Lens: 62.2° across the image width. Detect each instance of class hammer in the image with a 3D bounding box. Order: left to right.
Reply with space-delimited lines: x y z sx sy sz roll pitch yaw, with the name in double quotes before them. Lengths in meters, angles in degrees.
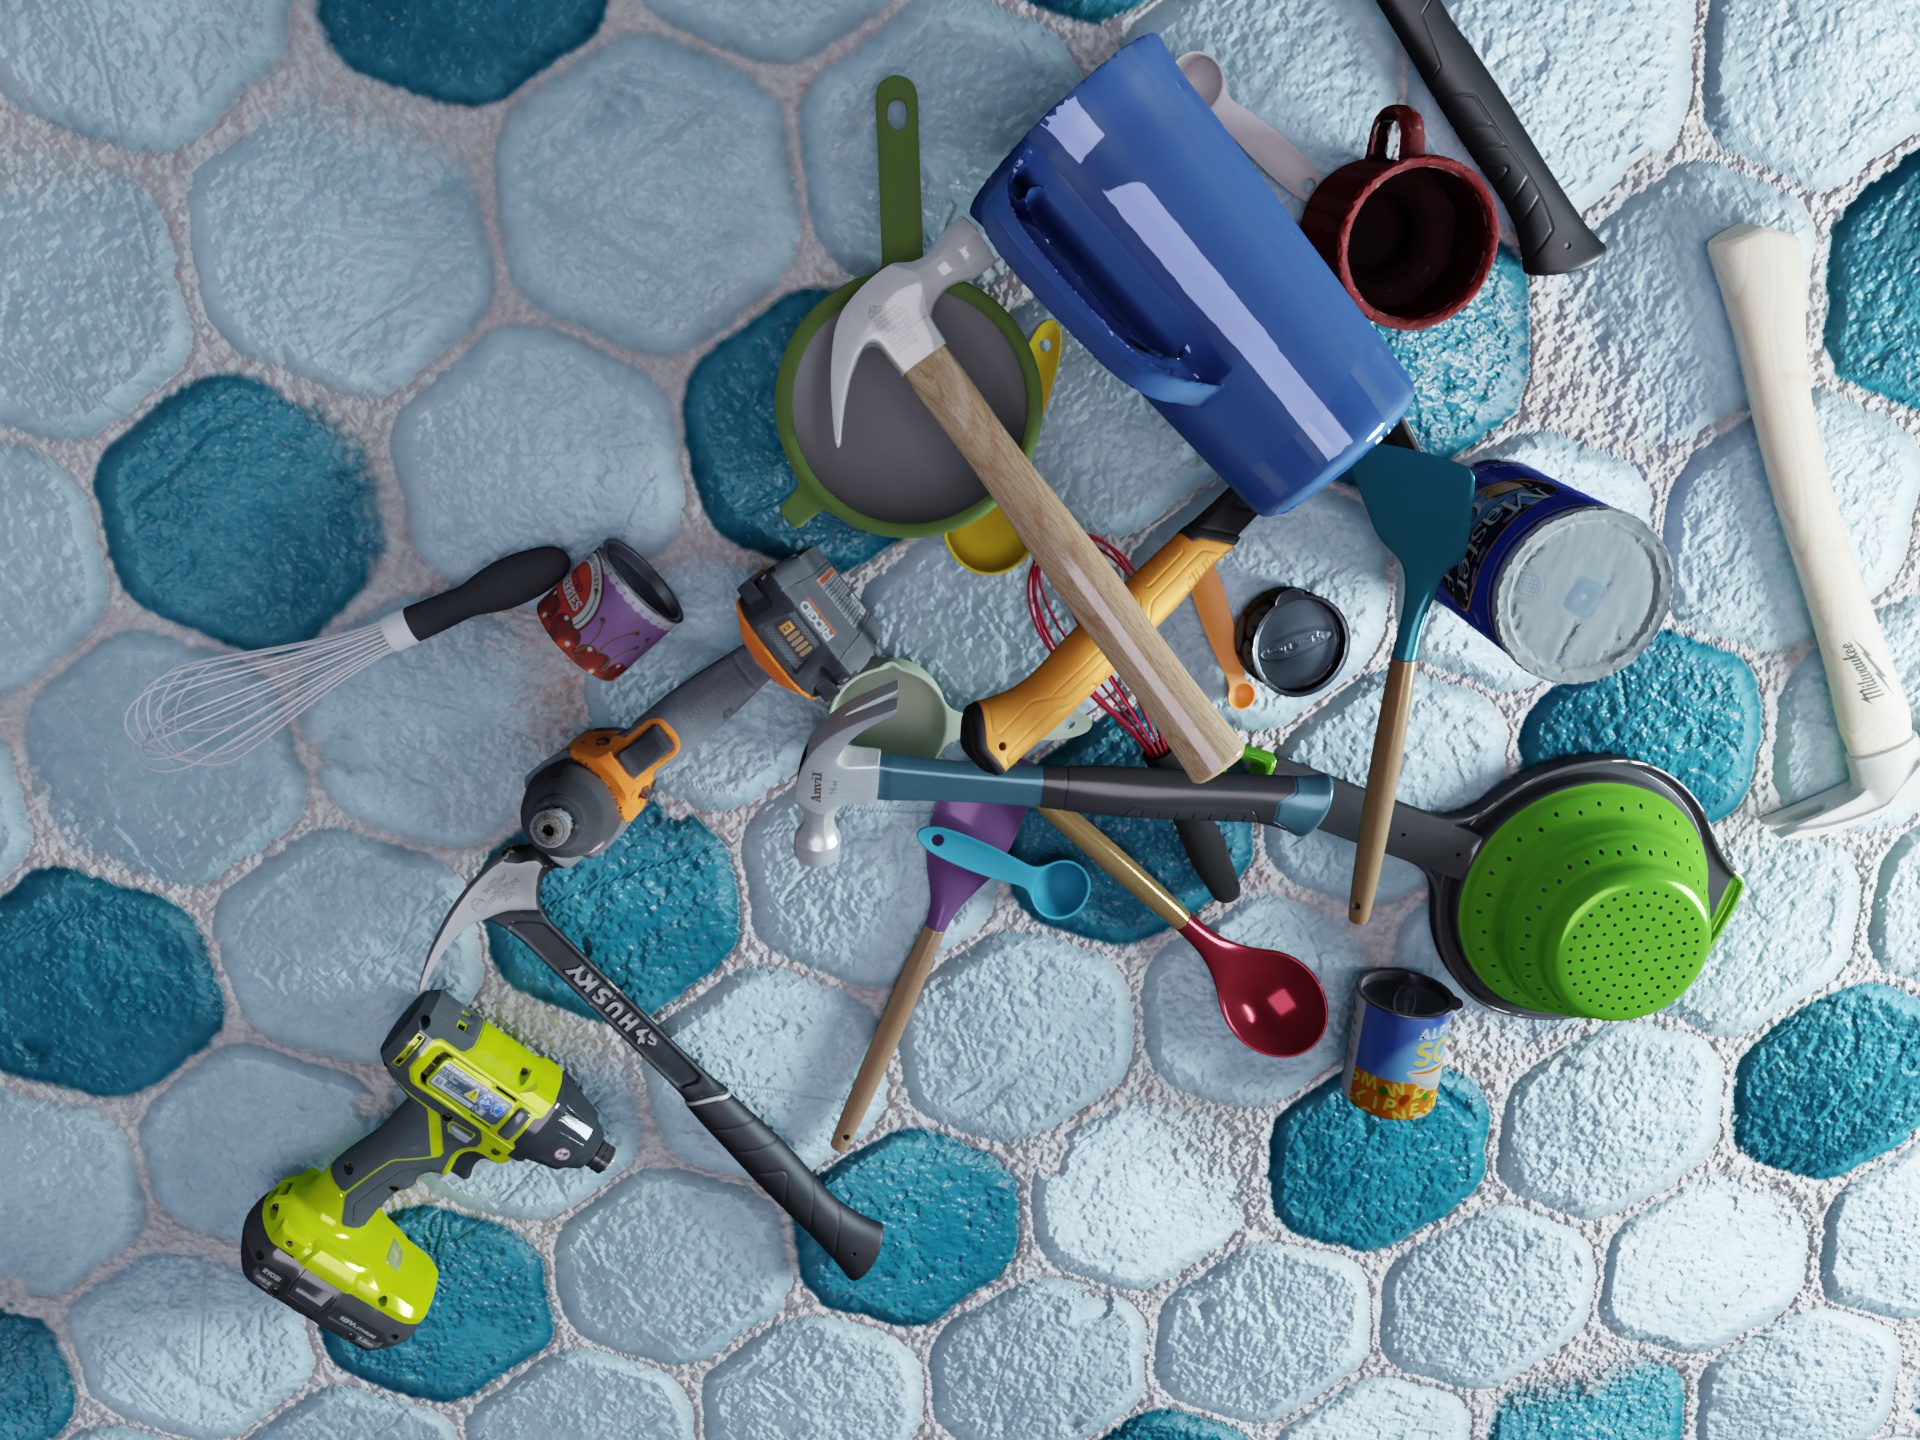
"hammer" -0.190 0.248 1.084 0.149 0.036 0.408 -38 110 3
"hammer" 0.046 -0.104 0.878 0.130 0.031 0.331 -36 94 2
"hammer" 0.064 0.043 0.985 0.331 0.033 0.128 4 125 -3
"hammer" 0.134 -0.086 0.936 0.337 0.034 0.127 -43 109 -9
"hammer" 0.266 -0.389 0.891 0.146 0.035 0.334 -38 109 10
"hammer" 0.537 -0.114 1.014 0.146 0.038 0.410 -25 110 6

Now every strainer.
"strainer" -0.031 -0.232 0.918 0.151 0.069 0.256 -2 93 0

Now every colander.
"colander" 0.353 0.105 1.047 0.397 0.095 0.204 20 107 -11

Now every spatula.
"spatula" -0.029 0.161 1.078 0.059 0.018 0.316 18 107 -16
"spatula" 0.259 -0.012 0.969 0.044 0.082 0.317 -20 122 -42

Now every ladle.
"ladle" 0.131 0.120 1.067 0.315 0.031 0.069 41 88 -17

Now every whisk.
"whisk" -0.367 -0.041 0.958 0.284 0.070 0.070 -23 110 -1
"whisk" 0.119 0.003 1.012 0.073 0.073 0.295 -26 115 5

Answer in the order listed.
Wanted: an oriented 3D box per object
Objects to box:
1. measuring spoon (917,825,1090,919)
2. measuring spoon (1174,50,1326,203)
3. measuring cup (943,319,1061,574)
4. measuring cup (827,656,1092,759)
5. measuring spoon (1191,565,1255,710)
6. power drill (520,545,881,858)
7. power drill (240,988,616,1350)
"measuring spoon" 0.027 0.094 1.051 0.128 0.021 0.042 24 97 -18
"measuring spoon" 0.165 -0.338 0.915 0.124 0.018 0.034 33 103 -22
"measuring cup" 0.032 -0.165 0.965 0.062 0.029 0.156 17 96 -6
"measuring cup" -0.002 -0.003 1.011 0.167 0.038 0.083 0 110 -7
"measuring spoon" 0.164 -0.060 1.018 0.021 0.011 0.116 -24 107 -7
"power drill" -0.158 -0.003 0.931 0.226 0.164 0.084 -37 98 7
"power drill" -0.359 0.310 1.078 0.171 0.080 0.223 41 99 -17
